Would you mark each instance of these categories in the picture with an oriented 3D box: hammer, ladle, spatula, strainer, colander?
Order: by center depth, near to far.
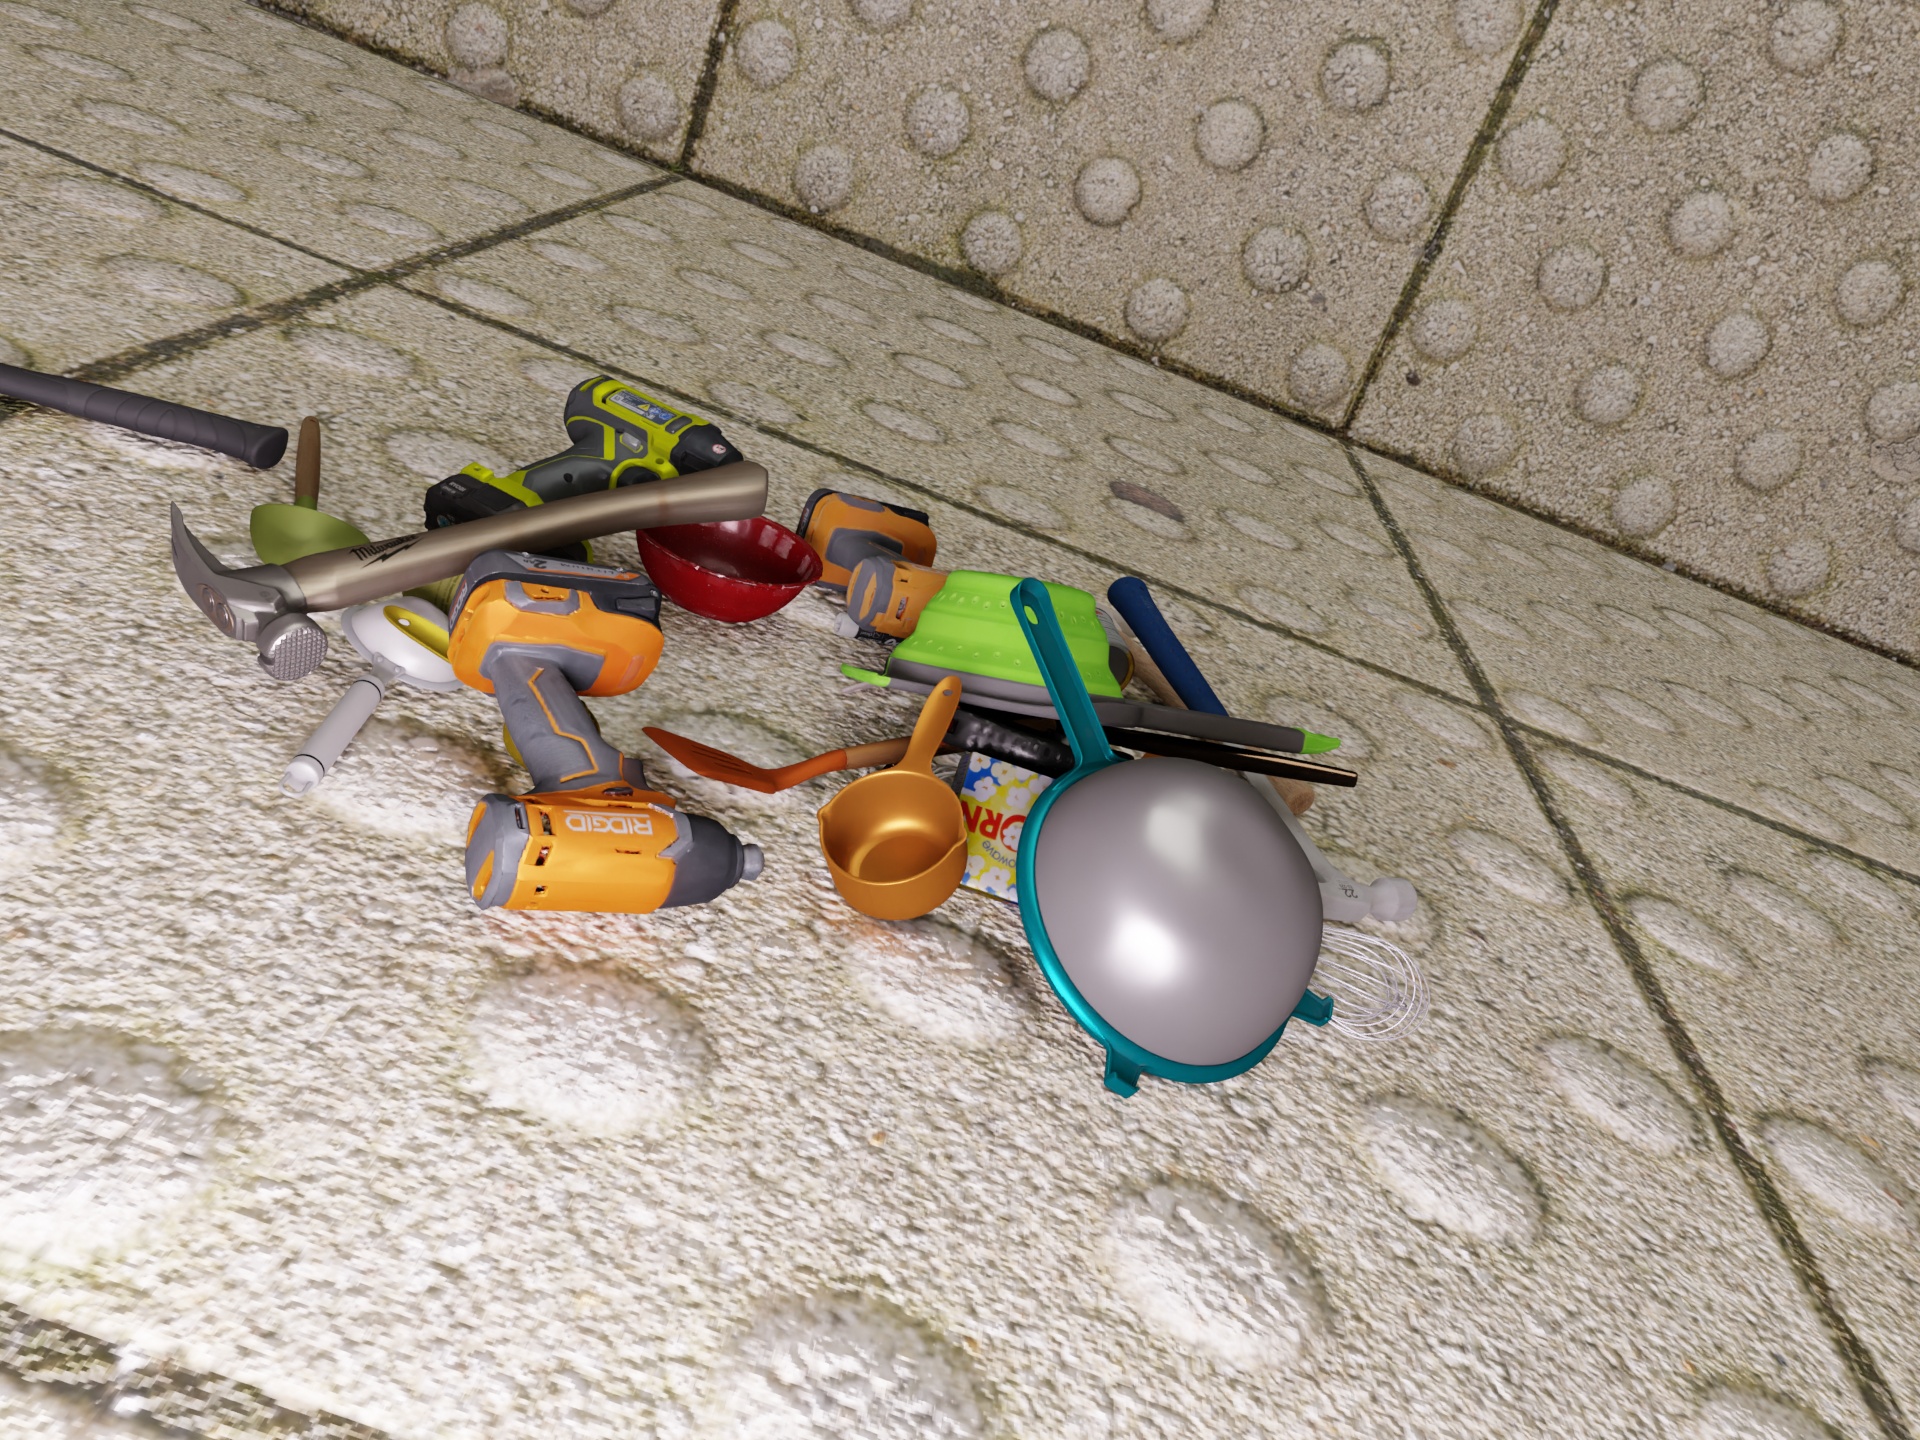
[{"bbox_3d":[-0.353,-0.022,0.959,0.086,0.050,0.259,32,25,-15],"label":"strainer"},{"bbox_3d":[0.121,0.045,0.968,0.211,0.095,0.341,-8,68,-38],"label":"strainer"},{"bbox_3d":[-0.296,-0.128,1.048,0.146,0.038,0.410,39,39,26],"label":"hammer"},{"bbox_3d":[-0.060,0.015,1.096,0.322,0.041,0.081,-9,26,-35],"label":"spatula"},{"bbox_3d":[-0.667,-0.243,1.154,0.334,0.035,0.146,12,26,-22],"label":"hammer"},{"bbox_3d":[-0.473,-0.178,1.162,0.078,0.062,0.320,20,19,-29],"label":"ladle"},{"bbox_3d":[0.114,-0.045,1.193,0.397,0.094,0.204,9,3,-18],"label":"colander"},{"bbox_3d":[0.151,0.019,1.229,0.316,0.018,0.060,10,19,-1],"label":"spatula"},{"bbox_3d":[0.217,0.012,1.317,0.144,0.035,0.406,6,37,-31],"label":"hammer"},{"bbox_3d":[0.199,-0.020,1.441,0.130,0.031,0.332,3,31,-38],"label":"hammer"}]

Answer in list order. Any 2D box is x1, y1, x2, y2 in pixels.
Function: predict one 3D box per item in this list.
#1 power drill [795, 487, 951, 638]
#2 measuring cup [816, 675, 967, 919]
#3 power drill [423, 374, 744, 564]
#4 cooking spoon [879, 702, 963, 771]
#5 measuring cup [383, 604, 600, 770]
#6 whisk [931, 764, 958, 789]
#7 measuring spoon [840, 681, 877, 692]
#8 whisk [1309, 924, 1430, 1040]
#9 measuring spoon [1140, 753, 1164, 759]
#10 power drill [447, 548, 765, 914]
[{"bbox_3d":[-0.032,-0.120,1.361,0.185,0.084,0.226,10,19,-28],"label":"power drill"},{"bbox_3d":[-0.027,0.048,0.994,0.095,0.052,0.174,8,48,16],"label":"measuring cup"},{"bbox_3d":[-0.272,-0.169,1.192,0.171,0.080,0.223,28,46,16],"label":"power drill"},{"bbox_3d":[-0.002,-0.004,1.247,0.069,0.017,0.319,22,24,12],"label":"cooking spoon"},{"bbox_3d":[-0.293,-0.018,0.979,0.156,0.029,0.062,34,32,2],"label":"measuring cup"},{"bbox_3d":[0.050,0.060,1.126,0.246,0.059,0.058,5,46,-43],"label":"whisk"},{"bbox_3d":[-0.048,-0.028,1.263,0.124,0.034,0.018,-14,86,-46],"label":"measuring spoon"},{"bbox_3d":[0.178,0.135,1.071,0.285,0.070,0.070,24,23,14],"label":"whisk"},{"bbox_3d":[0.164,0.029,1.331,0.021,0.011,0.117,30,25,17],"label":"measuring spoon"},{"bbox_3d":[-0.206,0.013,0.915,0.164,0.084,0.227,7,46,-33],"label":"power drill"}]
